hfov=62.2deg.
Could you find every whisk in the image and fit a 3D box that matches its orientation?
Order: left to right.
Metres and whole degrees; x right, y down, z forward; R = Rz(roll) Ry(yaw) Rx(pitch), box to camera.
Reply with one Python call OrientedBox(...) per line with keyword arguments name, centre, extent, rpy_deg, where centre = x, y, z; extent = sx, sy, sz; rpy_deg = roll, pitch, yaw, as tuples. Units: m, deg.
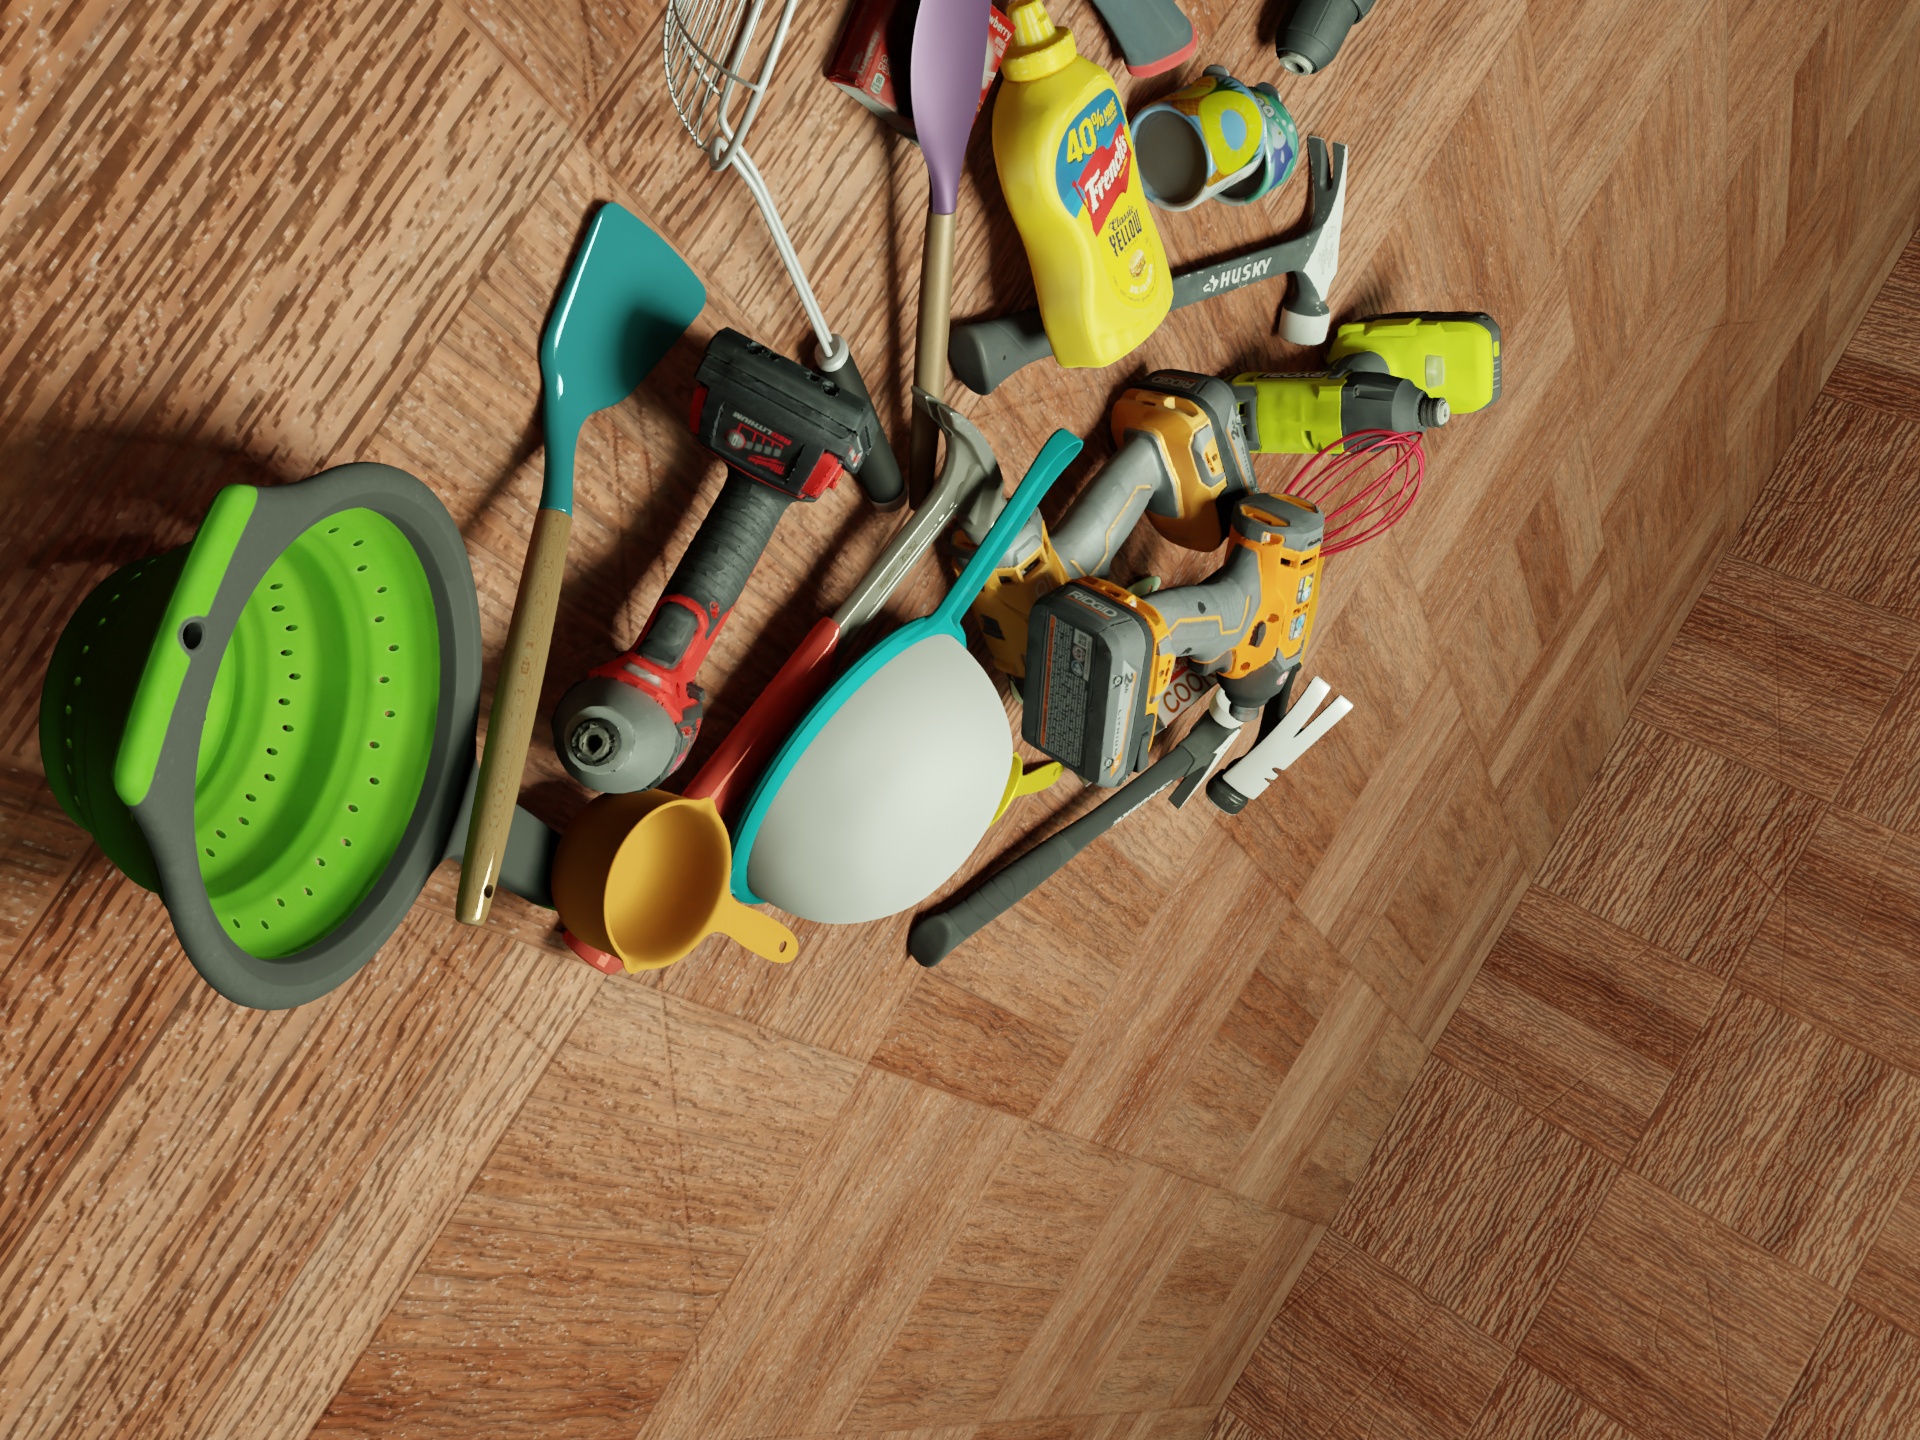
OrientedBox(name="whisk", centre=(0.211, -0.115, 1.133), extent=(0.073, 0.073, 0.296), rpy_deg=(-14, 162, -50))

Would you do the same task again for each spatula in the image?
OrientedBox(name="spatula", centre=(-0.175, -0.067, 0.697), extent=(0.082, 0.044, 0.318), rpy_deg=(35, 59, -61))
OrientedBox(name="spatula", centre=(-0.013, -0.242, 0.829), extent=(0.060, 0.018, 0.315), rpy_deg=(-39, 148, -38))

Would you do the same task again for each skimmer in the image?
OrientedBox(name="skimmer", centre=(-0.053, -0.223, 0.765), extent=(0.362, 0.090, 0.127), rpy_deg=(66, 24, -55))

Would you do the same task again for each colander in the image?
OrientedBox(name="colander", centre=(-0.262, 0.023, 0.675), extent=(0.396, 0.094, 0.205), rpy_deg=(73, 28, -72))

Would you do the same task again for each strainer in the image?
OrientedBox(name="strainer", centre=(-0.001, -0.003, 0.924), extent=(0.340, 0.095, 0.211), rpy_deg=(-56, 164, 17))

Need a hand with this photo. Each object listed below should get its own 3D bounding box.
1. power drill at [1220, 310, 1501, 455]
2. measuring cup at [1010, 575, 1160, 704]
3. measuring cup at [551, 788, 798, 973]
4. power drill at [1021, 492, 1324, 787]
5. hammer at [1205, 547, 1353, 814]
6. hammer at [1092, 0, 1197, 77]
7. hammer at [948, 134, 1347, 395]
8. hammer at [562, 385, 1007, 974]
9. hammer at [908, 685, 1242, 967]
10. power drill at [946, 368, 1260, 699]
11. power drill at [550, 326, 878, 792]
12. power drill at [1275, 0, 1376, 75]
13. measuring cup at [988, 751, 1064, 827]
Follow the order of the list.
OrientedBox(name="power drill", centre=(0.311, -0.247, 1.188), extent=(0.223, 0.171, 0.080), rpy_deg=(-31, 120, -46))
OrientedBox(name="measuring cup", centre=(0.105, -0.061, 1.163), extent=(0.167, 0.038, 0.083), rpy_deg=(-35, 140, -32))
OrientedBox(name="measuring cup", centre=(-0.147, 0.093, 0.841), extent=(0.173, 0.052, 0.095), rpy_deg=(44, 66, -55))
OrientedBox(name="power drill", centre=(0.144, -0.042, 1.030), extent=(0.226, 0.084, 0.164), rpy_deg=(-26, 133, -36))
OrientedBox(name="hammer", centre=(0.261, -0.062, 1.245), extent=(0.127, 0.034, 0.337), rpy_deg=(-49, -172, 35))
OrientedBox(name="hammer", centre=(0.029, -0.433, 0.764), extent=(0.386, 0.038, 0.143), rpy_deg=(13, 102, -57))
OrientedBox(name="hammer", centre=(0.138, -0.283, 1.040), extent=(0.409, 0.036, 0.149), rpy_deg=(-28, 135, -41))
OrientedBox(name="hammer", centre=(-0.099, -0.014, 0.882), extent=(0.359, 0.037, 0.149), rpy_deg=(-52, 158, -5))
OrientedBox(name="hammer", centre=(0.092, 0.092, 1.246), extent=(0.335, 0.035, 0.146), rpy_deg=(-33, 161, -28))
OrientedBox(name="power drill", centre=(0.103, -0.105, 1.065), extent=(0.226, 0.084, 0.185), rpy_deg=(-43, 131, -22))
OrientedBox(name="power drill", centre=(-0.124, -0.066, 0.757), extent=(0.219, 0.078, 0.143), rpy_deg=(-62, -178, 4))
OrientedBox(name="power drill", centre=(0.218, -0.514, 0.933), extent=(0.228, 0.080, 0.190), rpy_deg=(21, 97, -61))
OrientedBox(name="measuring cup", centre=(0.038, 0.041, 1.174), extent=(0.156, 0.029, 0.062), rpy_deg=(-11, 124, -65))
